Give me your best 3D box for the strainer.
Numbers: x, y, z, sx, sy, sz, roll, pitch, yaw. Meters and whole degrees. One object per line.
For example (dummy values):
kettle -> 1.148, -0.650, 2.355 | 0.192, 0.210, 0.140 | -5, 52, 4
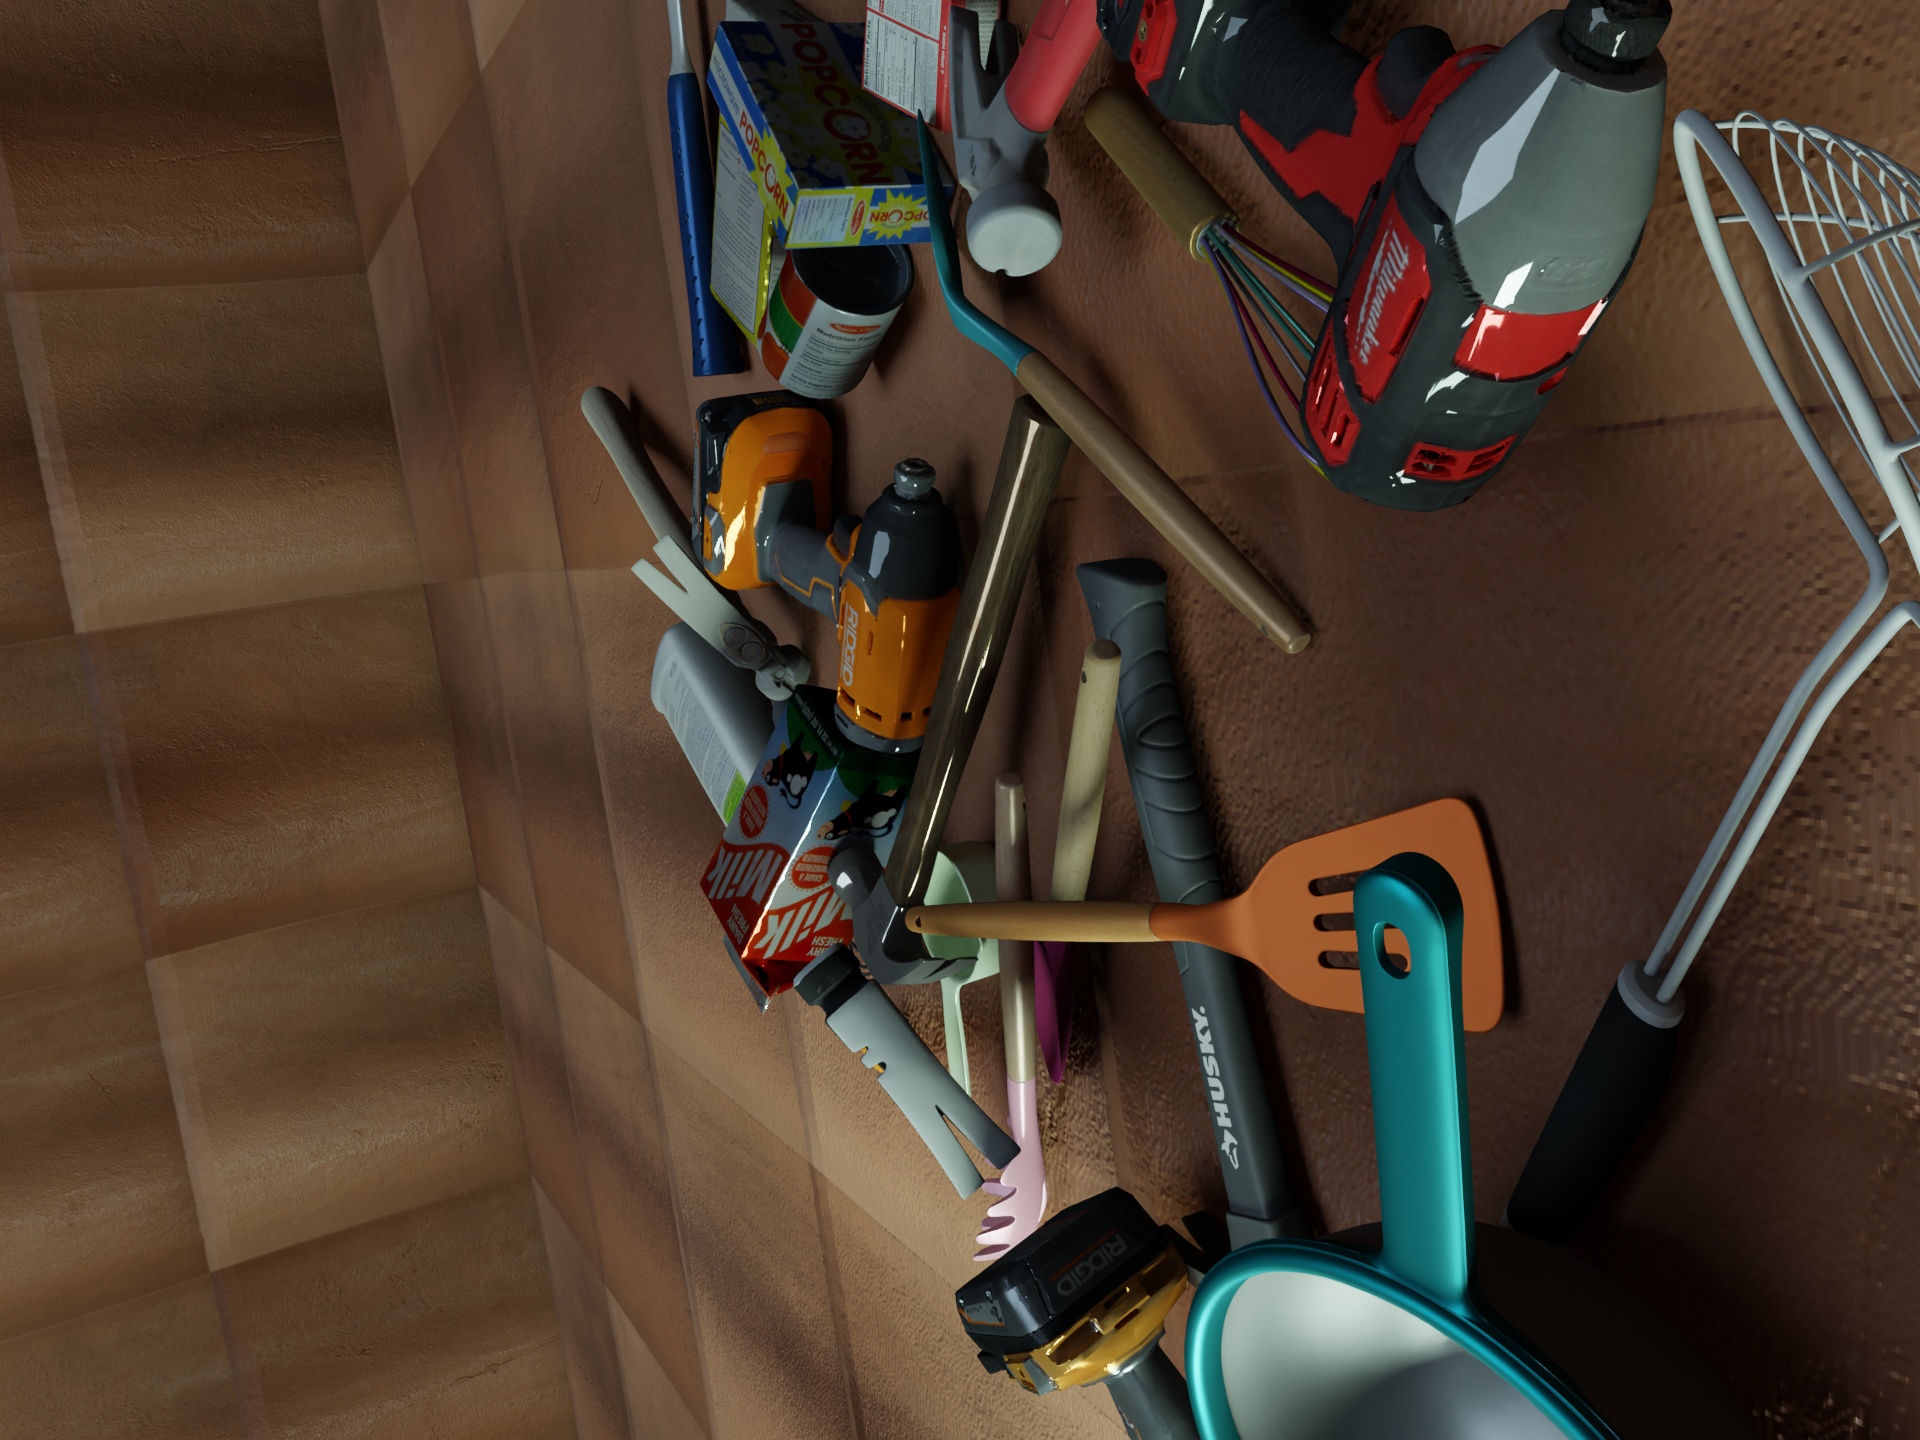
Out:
strainer -> 0.167, 0.179, 0.479 | 0.211, 0.095, 0.340 | 17, 124, 50

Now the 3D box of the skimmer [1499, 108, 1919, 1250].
skimmer -> 0.179, 0.027, 0.429 | 0.127, 0.090, 0.363 | -81, -2, -53

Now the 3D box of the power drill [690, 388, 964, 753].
power drill -> -0.074, -0.107, 0.904 | 0.227, 0.084, 0.164 | 46, 139, 42

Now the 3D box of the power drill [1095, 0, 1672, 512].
power drill -> 0.113, -0.182, 0.437 | 0.143, 0.078, 0.220 | 104, 154, -55

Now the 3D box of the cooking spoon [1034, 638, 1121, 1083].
cooking spoon -> 0.051, 0.076, 0.734 | 0.318, 0.017, 0.069 | 92, 166, -50

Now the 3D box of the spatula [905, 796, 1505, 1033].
spatula -> 0.074, 0.082, 0.654 | 0.323, 0.041, 0.081 | -10, 88, 56

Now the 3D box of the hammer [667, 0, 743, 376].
hammer -> -0.184, -0.432, 1.040 | 0.144, 0.035, 0.405 | 21, 119, 60

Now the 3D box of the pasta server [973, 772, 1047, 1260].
pasta server -> 0.023, 0.162, 0.824 | 0.060, 0.040, 0.316 | -79, -12, -58

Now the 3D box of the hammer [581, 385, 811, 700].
hammer -> -0.228, -0.164, 1.171 | 0.146, 0.038, 0.411 | 45, -175, -41

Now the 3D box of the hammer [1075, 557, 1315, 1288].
hammer -> 0.099, 0.092, 0.680 | 0.146, 0.035, 0.335 | -19, 83, 63

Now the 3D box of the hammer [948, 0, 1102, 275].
hammer -> 0.081, -0.332, 0.524 | 0.386, 0.038, 0.143 | 128, 143, -53

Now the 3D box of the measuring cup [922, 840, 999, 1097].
measuring cup -> 0.010, 0.145, 0.884 | 0.083, 0.038, 0.167 | 30, 129, 57

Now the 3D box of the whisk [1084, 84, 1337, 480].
whisk -> 0.105, -0.162, 0.567 | 0.047, 0.051, 0.245 | -53, 46, 31

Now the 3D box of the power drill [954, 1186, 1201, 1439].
power drill -> 0.092, 0.333, 0.712 | 0.226, 0.084, 0.185 | 54, 157, 13

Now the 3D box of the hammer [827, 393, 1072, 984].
hammer -> -0.001, -0.003, 0.794 | 0.130, 0.031, 0.331 | 57, 139, 48

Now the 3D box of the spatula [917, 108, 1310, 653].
spatula -> 0.053, -0.143, 0.677 | 0.318, 0.044, 0.082 | 53, 171, 30

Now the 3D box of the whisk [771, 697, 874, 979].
whisk -> -0.084, 0.069, 1.039 | 0.055, 0.055, 0.239 | 110, 145, -48

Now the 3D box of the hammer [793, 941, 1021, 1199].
hammer -> -0.034, 0.185, 0.873 | 0.127, 0.034, 0.336 | 50, 171, 6
